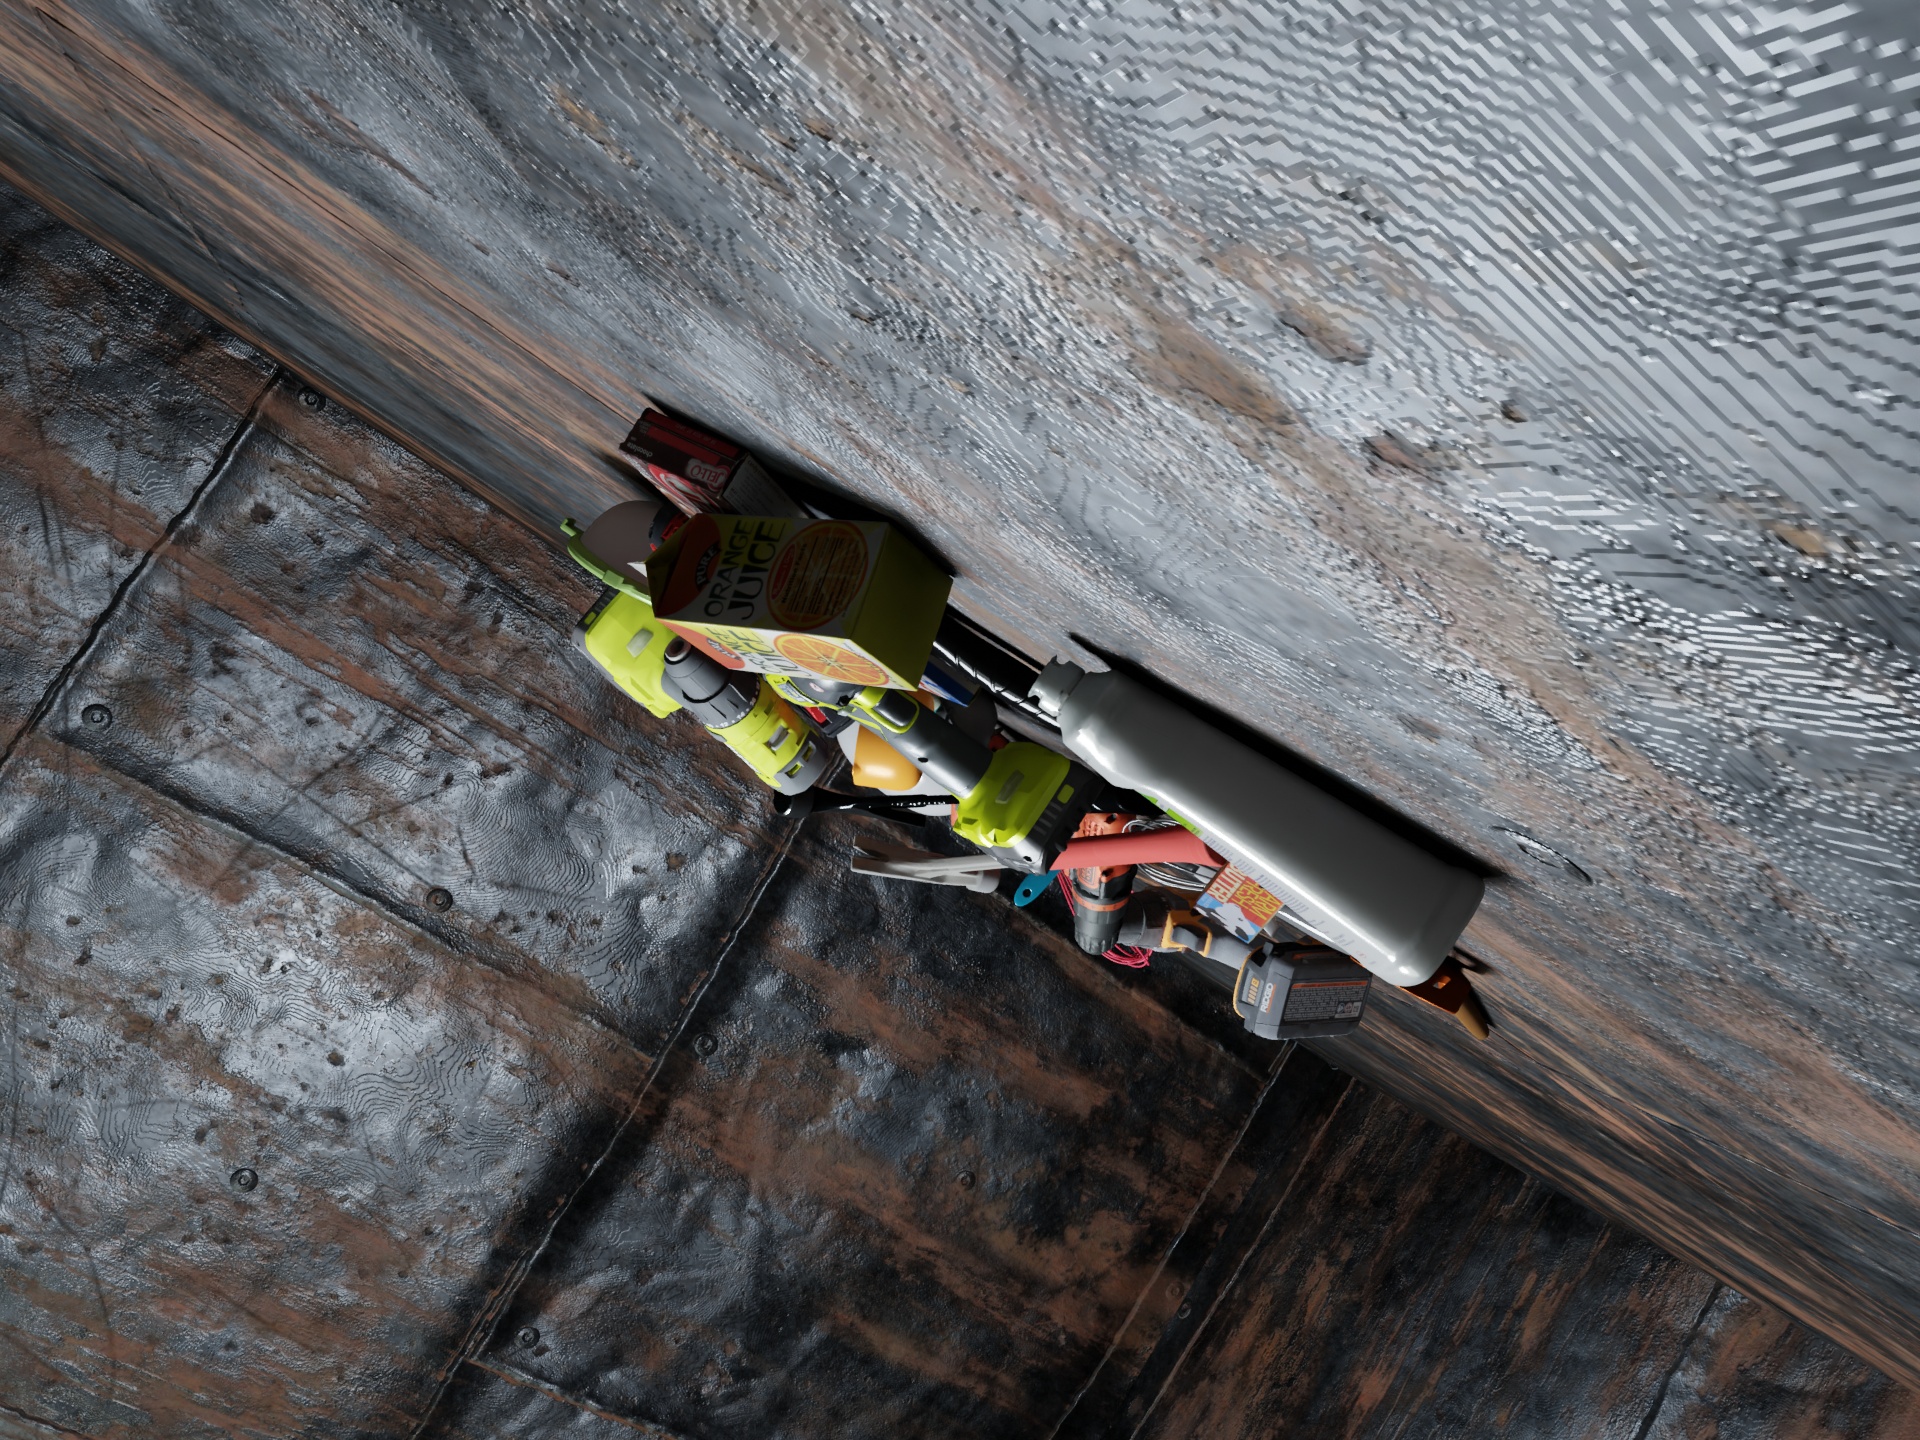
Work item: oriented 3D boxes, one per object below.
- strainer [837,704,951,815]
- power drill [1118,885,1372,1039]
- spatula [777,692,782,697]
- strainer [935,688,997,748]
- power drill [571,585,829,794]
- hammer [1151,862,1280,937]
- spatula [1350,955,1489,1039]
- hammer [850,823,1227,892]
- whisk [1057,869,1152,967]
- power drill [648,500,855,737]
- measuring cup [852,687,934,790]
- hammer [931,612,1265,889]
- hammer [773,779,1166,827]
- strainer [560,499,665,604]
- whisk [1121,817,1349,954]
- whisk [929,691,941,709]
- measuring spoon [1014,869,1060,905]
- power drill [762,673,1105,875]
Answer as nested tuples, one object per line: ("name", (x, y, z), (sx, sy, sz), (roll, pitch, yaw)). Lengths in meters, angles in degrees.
("strainer", (-0.004, 0.069, 1.571), (0.340, 0.095, 0.211), (39, 174, 2))
("power drill", (0.234, 0.209, 1.446), (0.185, 0.084, 0.226), (4, -167, -34))
("spatula", (-0.121, -0.021, 1.482), (0.059, 0.018, 0.316), (11, 179, -30))
("strainer", (-0.002, -0.004, 1.343), (0.087, 0.050, 0.258), (63, 175, -3))
("power drill", (-0.232, -0.038, 1.357), (0.229, 0.080, 0.190), (29, 166, 41))
("hammer", (0.184, 0.126, 1.501), (0.127, 0.034, 0.337), (35, 174, -17))
("spatula", (0.371, 0.217, 1.212), (0.081, 0.041, 0.322), (28, 174, 32))
("hammer", (0.068, 0.106, 1.269), (0.149, 0.037, 0.359), (14, 164, -35))
("whisk", (0.104, 0.139, 1.667), (0.296, 0.073, 0.073), (51, 177, 8))
("power drill", (-0.133, -0.069, 1.242), (0.188, 0.080, 0.226), (42, 177, 29))
("measuring cup", (-0.046, -0.017, 1.224), (0.052, 0.095, 0.173), (12, 134, 3))
("hammer", (0.101, 0.019, 1.024), (0.335, 0.035, 0.146), (32, 174, 3))
("hammer", (0.017, 0.066, 1.293), (0.149, 0.036, 0.409), (9, 171, -38))
("strainer", (-0.207, -0.128, 1.366), (0.256, 0.069, 0.152), (19, -166, -35))
("whisk", (0.233, 0.137, 1.263), (0.239, 0.055, 0.055), (25, 172, 26))
("whisk", (-0.134, -0.057, 1.466), (0.246, 0.057, 0.059), (20, -148, 3))
("measuring spoon", (0.096, 0.124, 1.471), (0.042, 0.128, 0.021), (43, 176, -6))
("power drill", (-0.023, 0.008, 1.045), (0.223, 0.080, 0.171), (36, 172, -12))
